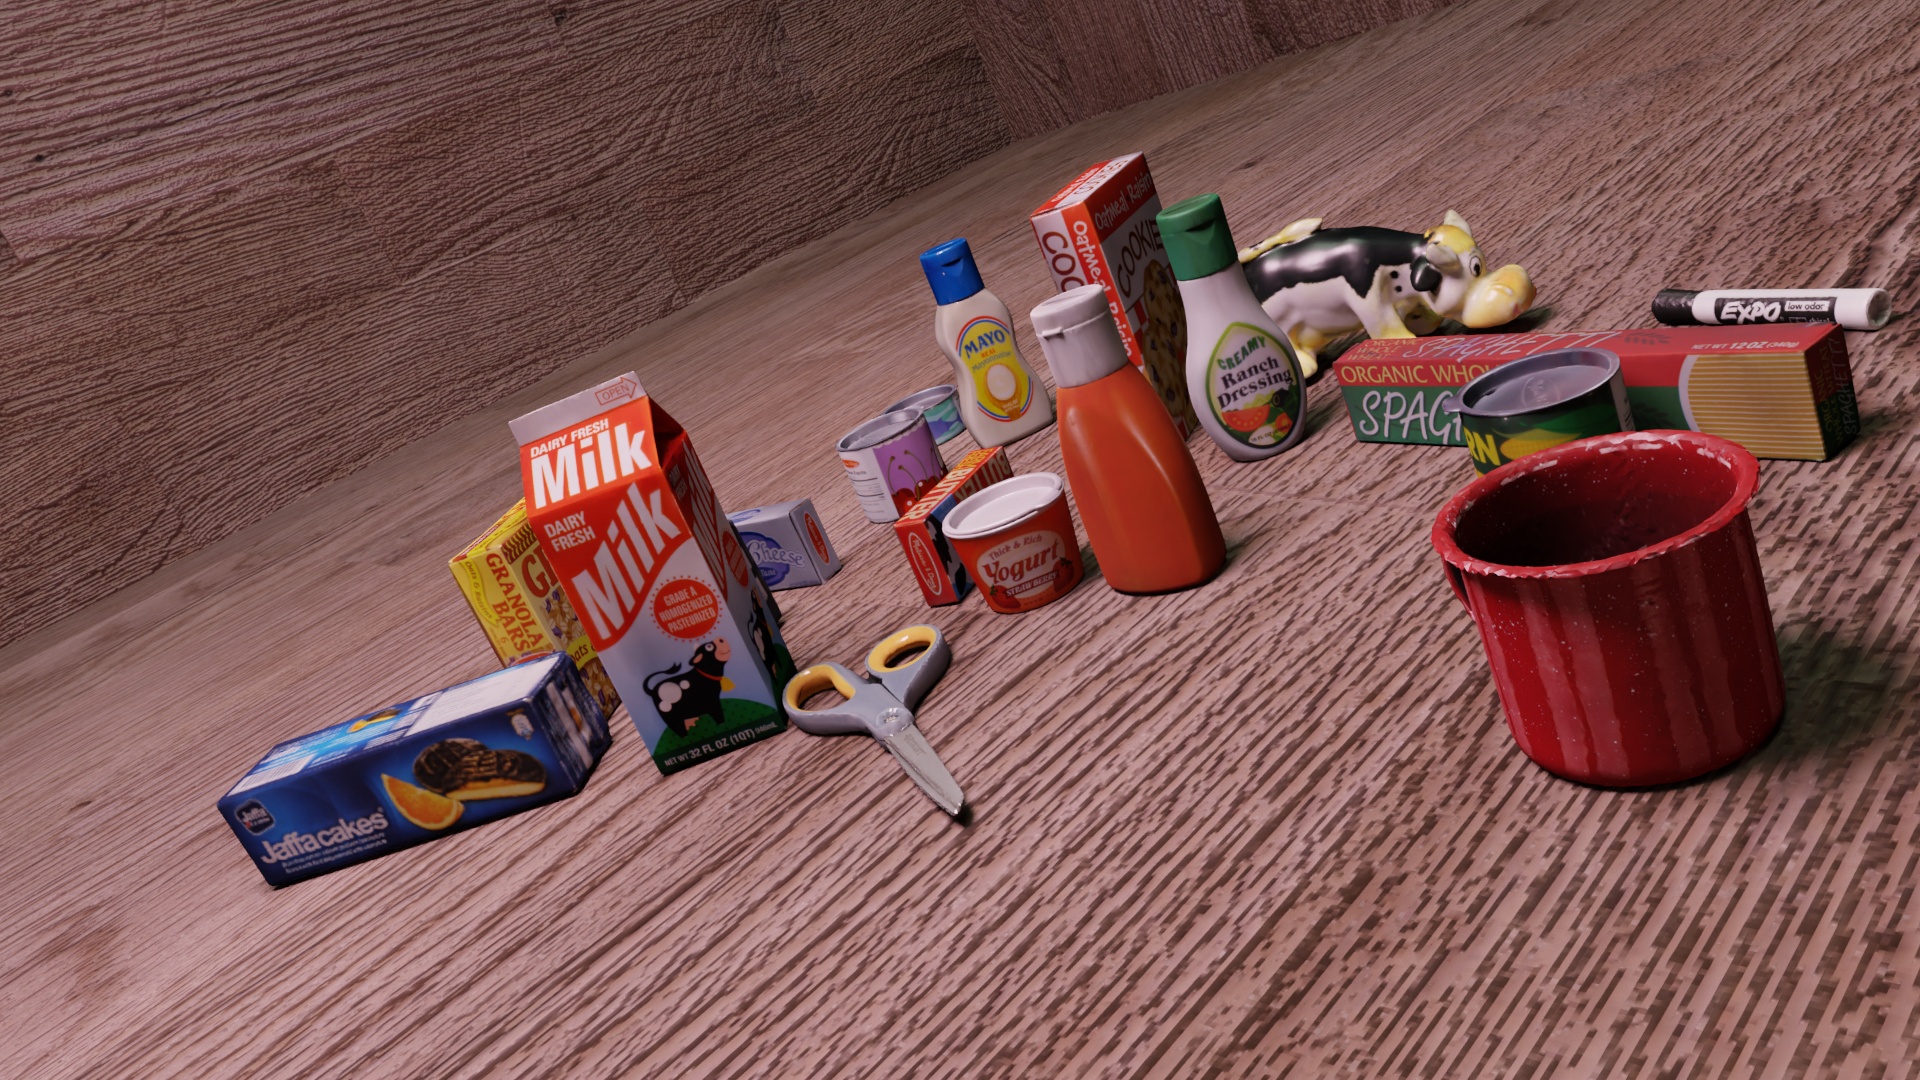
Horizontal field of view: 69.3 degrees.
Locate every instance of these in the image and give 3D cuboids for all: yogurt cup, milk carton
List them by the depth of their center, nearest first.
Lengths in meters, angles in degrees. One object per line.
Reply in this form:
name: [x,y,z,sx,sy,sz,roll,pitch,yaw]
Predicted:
milk carton: [-0.154,0.013,0.703,0.072,0.190,0.074,-21,18,6]
yogurt cup: [0.031,0.002,0.732,0.072,0.053,0.072,-21,18,7]

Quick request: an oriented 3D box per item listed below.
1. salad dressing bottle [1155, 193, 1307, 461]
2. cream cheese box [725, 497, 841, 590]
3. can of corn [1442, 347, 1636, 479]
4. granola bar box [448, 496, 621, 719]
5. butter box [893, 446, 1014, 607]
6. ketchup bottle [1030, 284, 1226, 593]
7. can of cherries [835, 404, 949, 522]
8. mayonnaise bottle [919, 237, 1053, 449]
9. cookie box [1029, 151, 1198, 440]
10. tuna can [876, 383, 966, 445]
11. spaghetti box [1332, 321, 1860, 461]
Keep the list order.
salad dressing bottle: [0.150,-0.119,0.779,0.064,0.147,0.044,-23,18,2]
cream cheese box: [-0.131,0.007,0.910,0.103,0.053,0.024,-9,23,37]
can of corn: [0.249,-0.042,0.592,0.071,0.058,0.071,-21,18,7]
granola bar box: [-0.237,0.029,0.858,0.039,0.124,0.166,-18,19,14]
butter box: [0.003,-0.010,0.799,0.024,0.053,0.104,-11,22,34]
ketchup bottle: [0.076,-0.047,0.666,0.064,0.148,0.044,-6,25,42]
can of cherries: [-0.043,-0.053,0.964,0.071,0.058,0.072,-21,18,7]
mayonnaise bottle: [0.014,-0.142,1.002,0.065,0.147,0.041,-25,18,-5]
cookie box: [0.108,-0.149,0.880,0.040,0.167,0.123,-12,21,30]
tuna can: [-0.030,-0.095,1.105,0.071,0.032,0.071,-21,19,7]
spaghetti box: [0.278,-0.070,0.648,0.029,0.050,0.250,-32,20,-24]
